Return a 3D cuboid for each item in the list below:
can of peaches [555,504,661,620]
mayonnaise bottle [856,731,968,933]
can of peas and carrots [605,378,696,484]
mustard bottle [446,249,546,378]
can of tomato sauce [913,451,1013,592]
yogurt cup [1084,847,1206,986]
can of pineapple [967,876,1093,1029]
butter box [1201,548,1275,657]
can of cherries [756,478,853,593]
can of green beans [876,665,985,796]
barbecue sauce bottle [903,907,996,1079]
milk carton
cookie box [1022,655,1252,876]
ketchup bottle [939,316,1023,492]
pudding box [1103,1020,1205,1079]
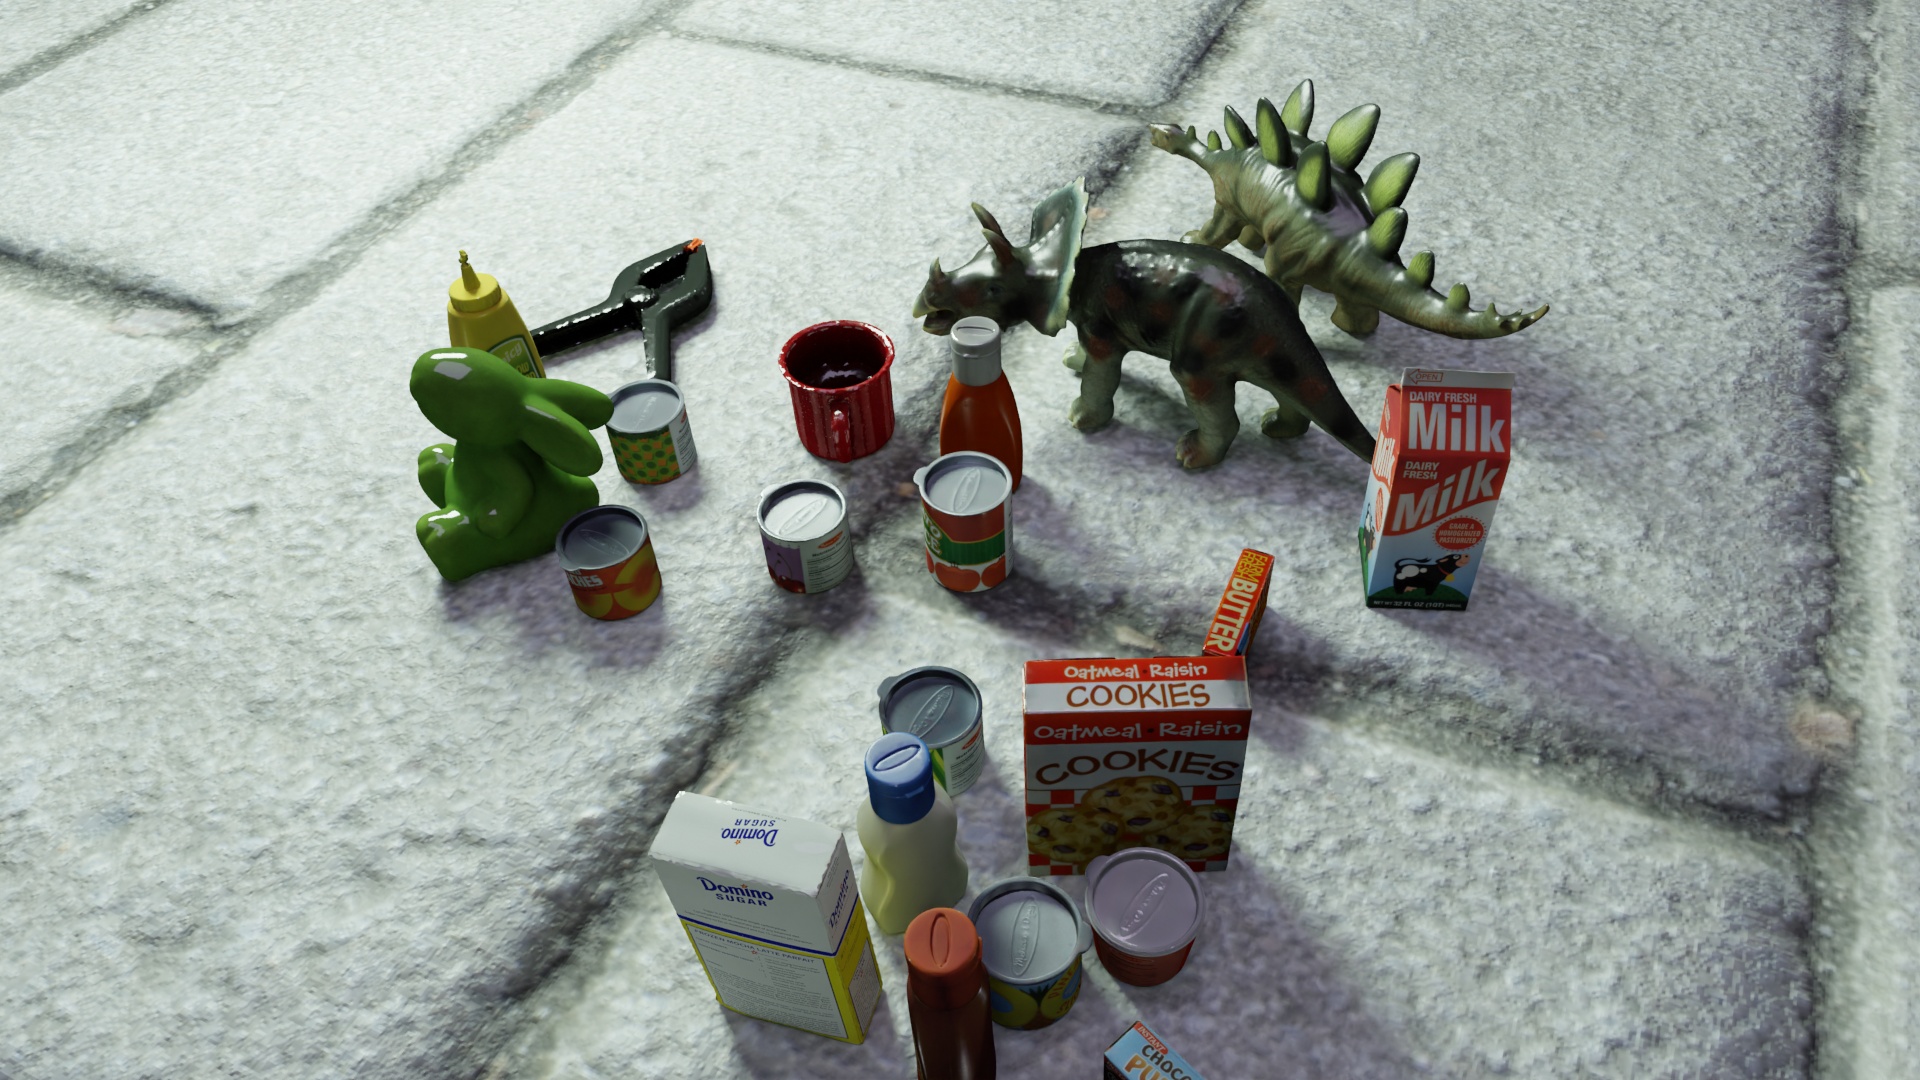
[{"bbox_3d":[-0.259,0.018,1.019,0.071,0.057,0.071,-2,45,2],"label":"can of peaches"},{"bbox_3d":[-0.030,0.167,0.795,0.065,0.147,0.041,-24,49,-19],"label":"mayonnaise bottle"},{"bbox_3d":[-0.253,-0.088,1.122,0.071,0.058,0.071,-2,45,2],"label":"can of peas and carrots"},{"bbox_3d":[-0.386,-0.167,1.137,0.049,0.159,0.065,34,56,31],"label":"mustard bottle"},{"bbox_3d":[0.004,-0.013,1.015,0.071,0.082,0.071,-2,45,2],"label":"can of tomato sauce"},{"bbox_3d":[0.105,0.220,0.800,0.072,0.053,0.073,-2,45,2],"label":"yogurt cup"},{"bbox_3d":[0.038,0.235,0.787,0.071,0.057,0.071,-2,45,2],"label":"can of pineapple"},{"bbox_3d":[0.189,0.059,0.954,0.024,0.052,0.104,16,49,18],"label":"butter box"},{"bbox_3d":[-0.116,-0.005,1.032,0.071,0.058,0.072,-2,45,2],"label":"can of cherries"},{"bbox_3d":[-0.018,0.124,0.899,0.071,0.057,0.071,-2,45,2],"label":"can of green beans"},{"bbox_3d":[-0.005,0.243,0.718,0.044,0.147,0.065,-2,46,2],"label":"barbecue sauce bottle"},{"bbox_3d":[0.322,-0.042,0.948,0.072,0.189,0.074,3,46,6],"label":"milk carton"},{"bbox_3d":[0.098,0.133,0.807,0.123,0.166,0.040,-2,46,2],"label":"cookie box"},{"bbox_3d":[0.014,-0.099,1.054,0.065,0.148,0.044,6,46,10],"label":"ketchup bottle"},{"bbox_3d":[0.114,0.297,0.726,0.030,0.049,0.084,-34,53,-26],"label":"pudding box"}]
